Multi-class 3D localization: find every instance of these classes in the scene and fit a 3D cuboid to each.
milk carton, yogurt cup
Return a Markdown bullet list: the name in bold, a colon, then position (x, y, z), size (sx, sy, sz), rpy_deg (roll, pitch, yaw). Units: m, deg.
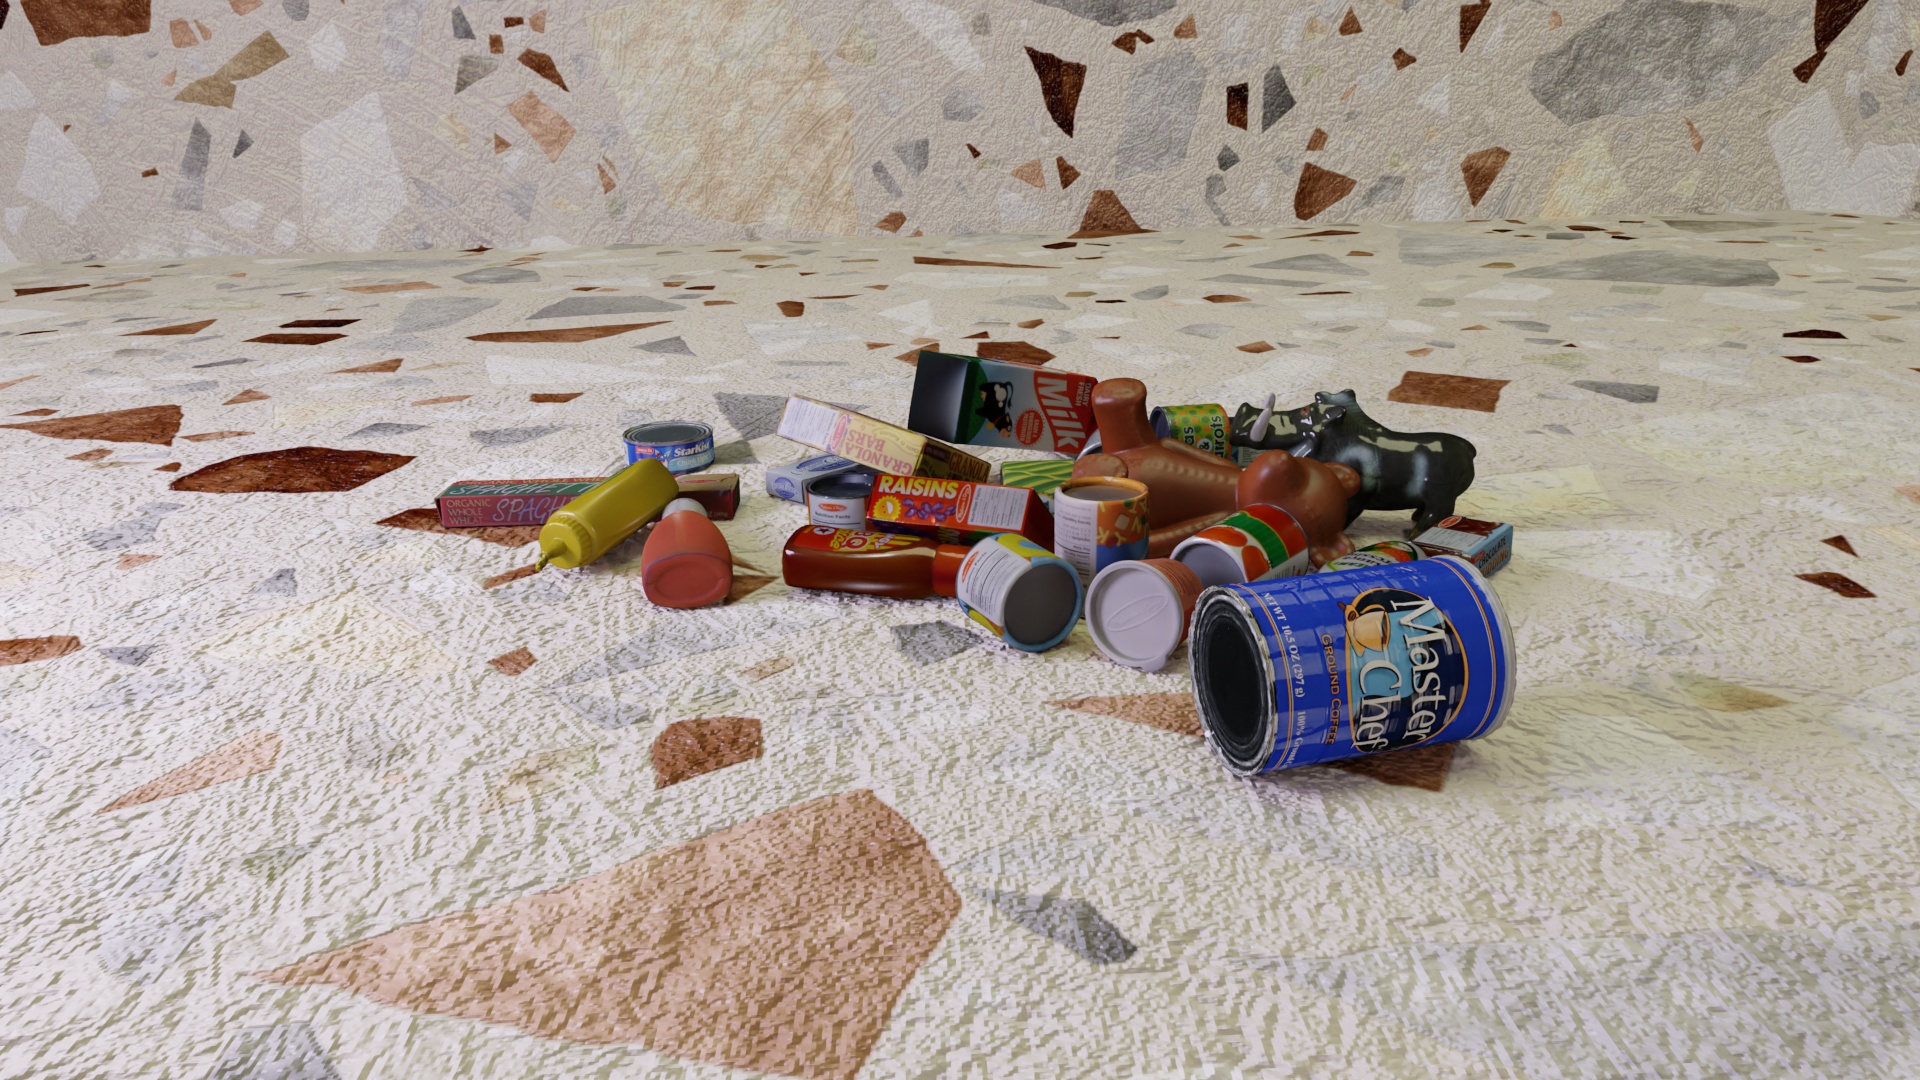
- **milk carton**: position (0.053, -0.120, 1.234), size (0.191, 0.073, 0.072), rpy_deg (1, 12, -40)
- **yogurt cup**: position (0.121, 0.042, 0.885), size (0.072, 0.072, 0.054), rpy_deg (11, 15, 32)

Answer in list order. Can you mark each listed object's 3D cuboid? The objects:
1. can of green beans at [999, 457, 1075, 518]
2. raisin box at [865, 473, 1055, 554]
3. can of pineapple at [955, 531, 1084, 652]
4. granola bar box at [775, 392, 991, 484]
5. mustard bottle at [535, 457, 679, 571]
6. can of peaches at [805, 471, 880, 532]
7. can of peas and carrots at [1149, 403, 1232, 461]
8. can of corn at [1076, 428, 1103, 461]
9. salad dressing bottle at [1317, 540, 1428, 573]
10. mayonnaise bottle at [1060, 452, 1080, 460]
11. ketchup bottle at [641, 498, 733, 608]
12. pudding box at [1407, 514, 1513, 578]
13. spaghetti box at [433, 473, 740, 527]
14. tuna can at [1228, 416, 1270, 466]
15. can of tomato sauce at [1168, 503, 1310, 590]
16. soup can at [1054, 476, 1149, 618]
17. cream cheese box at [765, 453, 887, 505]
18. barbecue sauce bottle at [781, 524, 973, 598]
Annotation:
- **can of green beans**: position (0.062, -0.031, 1.091), size (0.058, 0.071, 0.071), rpy_deg (-3, 19, -2)
- **raisin box**: position (0.004, -0.013, 1.020), size (0.123, 0.040, 0.086), rpy_deg (6, -18, 22)
- **can of pineapple**: position (0.040, 0.034, 0.910), size (0.071, 0.070, 0.058), rpy_deg (-11, 22, -26)
- **granola bar box**: position (-0.058, -0.075, 1.140), size (0.124, 0.039, 0.165), rpy_deg (20, 2, 19)
- **mustard bottle**: position (-0.281, -0.015, 1.079), size (0.065, 0.049, 0.161), rpy_deg (-32, 8, 29)
- **can of peaches**: position (-0.083, -0.017, 1.073), size (0.071, 0.058, 0.071), rpy_deg (-2, 18, 1)
- **can of peas and carrots**: position (0.206, -0.089, 1.246), size (0.059, 0.070, 0.071), rpy_deg (-4, 19, -10)
- **can of corn**: position (0.134, -0.060, 1.174), size (0.071, 0.071, 0.058), rpy_deg (4, 20, 15)
- **salad dressing bottle**: position (0.251, 0.038, 0.914), size (0.148, 0.043, 0.064), rpy_deg (-17, 23, -38)
- **mayonnaise bottle**: position (0.125, -0.096, 1.311), size (0.065, 0.041, 0.148), rpy_deg (-17, 25, -21)
- **ketchup bottle**: position (-0.206, 0.005, 1.041), size (0.065, 0.043, 0.149), rpy_deg (-4, 19, -11)
- **pudding box**: position (0.364, 0.008, 1.012), size (0.049, 0.030, 0.084), rpy_deg (13, 24, 38)
- **spaghetti box**: position (-0.315, -0.035, 1.186), size (0.250, 0.028, 0.050), rpy_deg (-2, 19, -1)
- **tuna can**: position (0.257, -0.094, 1.305), size (0.071, 0.032, 0.071), rpy_deg (-1, 19, 0)
- **can of tomato sauce**: position (0.187, 0.016, 0.945), size (0.071, 0.071, 0.083), rpy_deg (14, 25, 37)
- **soup can**: position (0.100, 0.003, 0.965), size (0.071, 0.083, 0.071), rpy_deg (-1, 19, 0)
- **cream cheese box**: position (-0.119, -0.059, 1.247), size (0.053, 0.024, 0.104), rpy_deg (15, 25, 42)
- **barbecue sauce bottle**: position (-0.049, 0.017, 0.996), size (0.148, 0.043, 0.065), rpy_deg (5, 19, 18)
